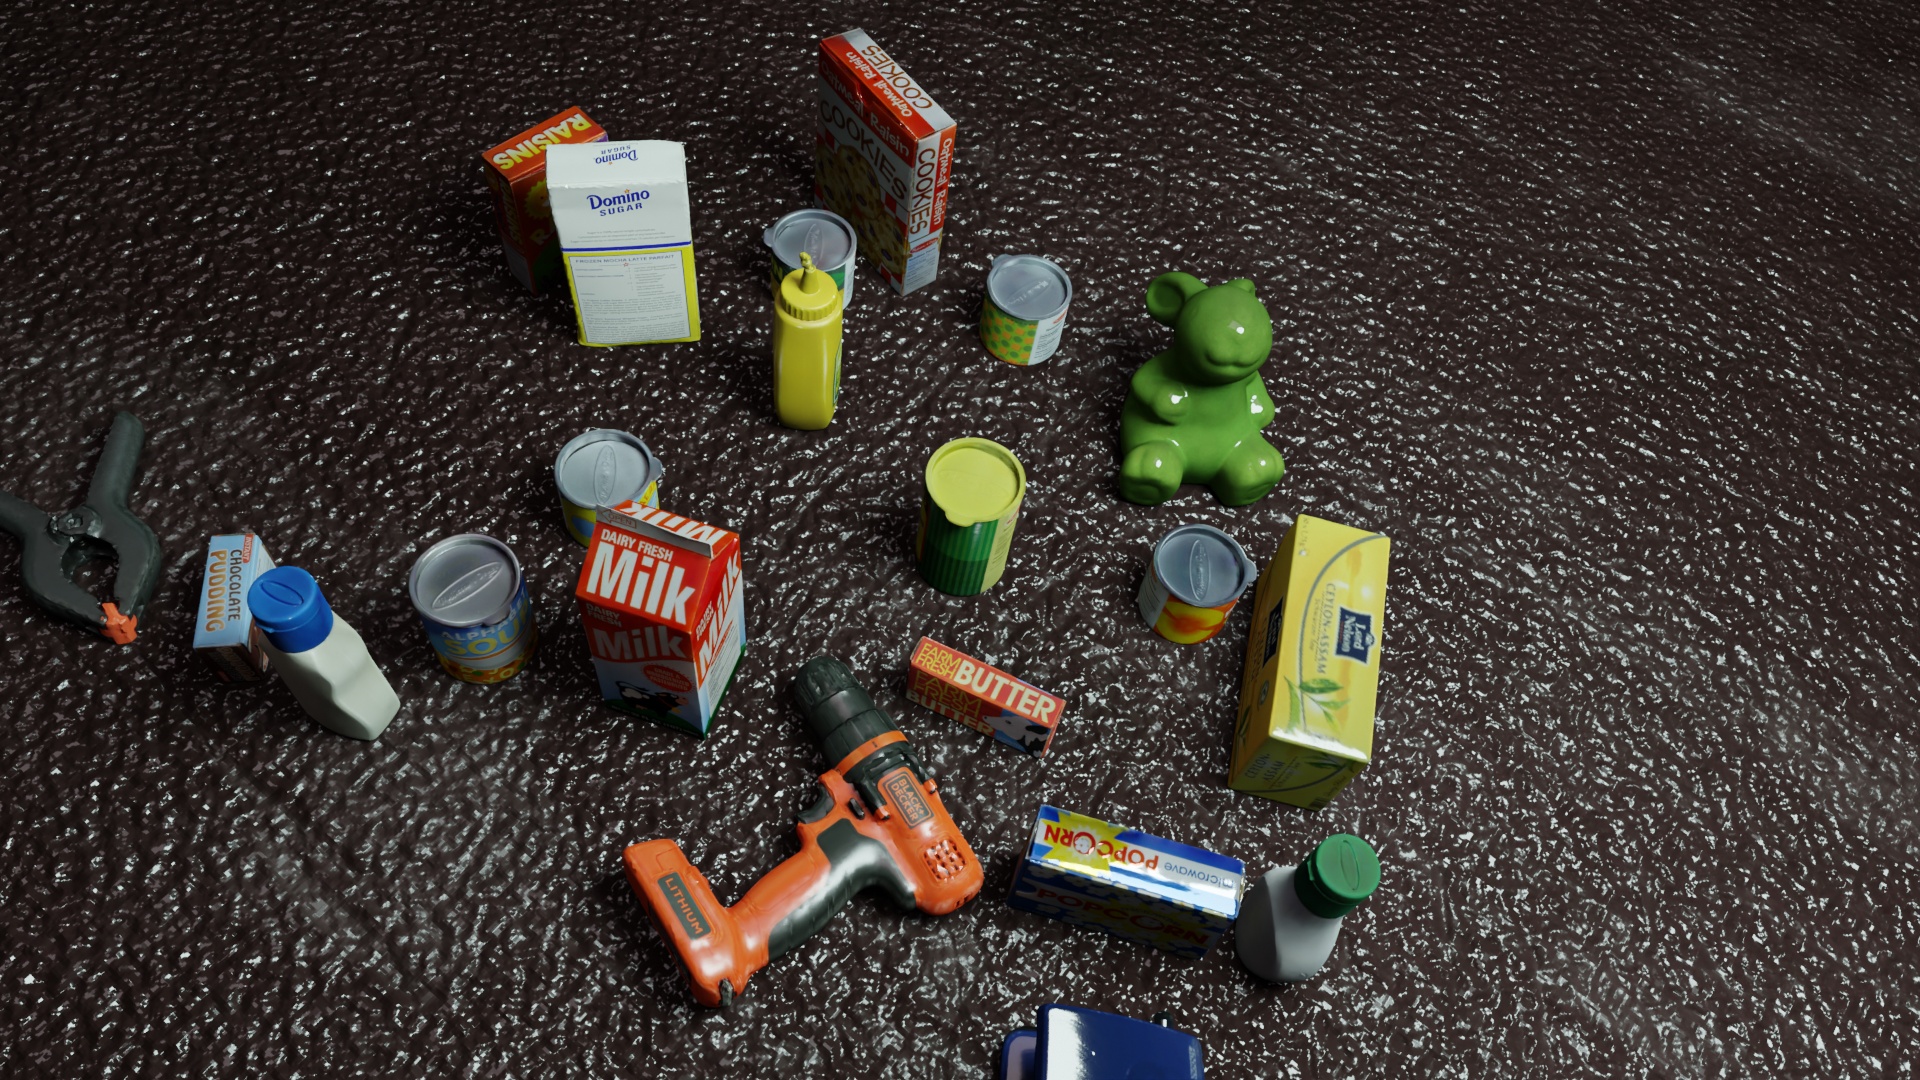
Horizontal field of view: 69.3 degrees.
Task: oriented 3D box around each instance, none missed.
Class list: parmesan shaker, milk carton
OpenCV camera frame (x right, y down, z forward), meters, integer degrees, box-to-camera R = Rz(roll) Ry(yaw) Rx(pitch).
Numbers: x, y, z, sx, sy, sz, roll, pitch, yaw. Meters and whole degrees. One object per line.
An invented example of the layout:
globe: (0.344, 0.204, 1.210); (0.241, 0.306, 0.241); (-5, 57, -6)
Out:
parmesan shaker: (0.003, -0.012, 0.949); (0.071, 0.102, 0.071); (3, 58, -5)
milk carton: (-0.178, 0.041, 0.839); (0.072, 0.189, 0.074); (18, 58, 4)

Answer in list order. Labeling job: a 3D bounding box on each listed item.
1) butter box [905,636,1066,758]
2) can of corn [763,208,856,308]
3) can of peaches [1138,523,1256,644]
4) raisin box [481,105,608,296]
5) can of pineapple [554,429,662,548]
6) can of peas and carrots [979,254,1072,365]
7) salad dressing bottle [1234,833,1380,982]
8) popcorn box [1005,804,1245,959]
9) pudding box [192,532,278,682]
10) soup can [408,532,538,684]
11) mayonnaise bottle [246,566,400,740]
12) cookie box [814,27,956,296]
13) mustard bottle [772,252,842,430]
butter box: (0.014, 0.103, 0.907); (0.103, 0.052, 0.024); (24, 58, 8)
can of corn: (-0.118, -0.216, 1.088); (0.071, 0.058, 0.071); (3, 58, -5)
can of peaches: (0.164, 0.032, 0.969); (0.071, 0.057, 0.071); (3, 58, -5)
raisin box: (-0.306, -0.254, 1.049); (0.086, 0.122, 0.040); (-38, 70, -26)
can of pineapple: (-0.241, -0.033, 0.956); (0.071, 0.057, 0.071); (3, 58, -5)
can of peas and carrots: (0.048, -0.181, 1.088); (0.071, 0.058, 0.071); (3, 58, -5)
salad dressing bottle: (0.200, 0.213, 0.806); (0.044, 0.147, 0.064); (1, 58, -7)
popcorn box: (0.097, 0.206, 0.834); (0.127, 0.084, 0.038); (15, 57, 2)
pudding box: (-0.460, 0.043, 0.884); (0.030, 0.049, 0.084); (-4, 59, -10)
soup can: (-0.306, 0.047, 0.882); (0.071, 0.083, 0.071); (3, 58, -5)
mayonnaise bottle: (-0.379, 0.067, 0.821); (0.065, 0.147, 0.041); (25, 58, 8)
cookie box: (-0.063, -0.290, 1.078); (0.040, 0.166, 0.123); (-31, 67, -24)
mustard bottle: (-0.108, -0.144, 0.984); (0.049, 0.159, 0.065); (4, 58, -5)
